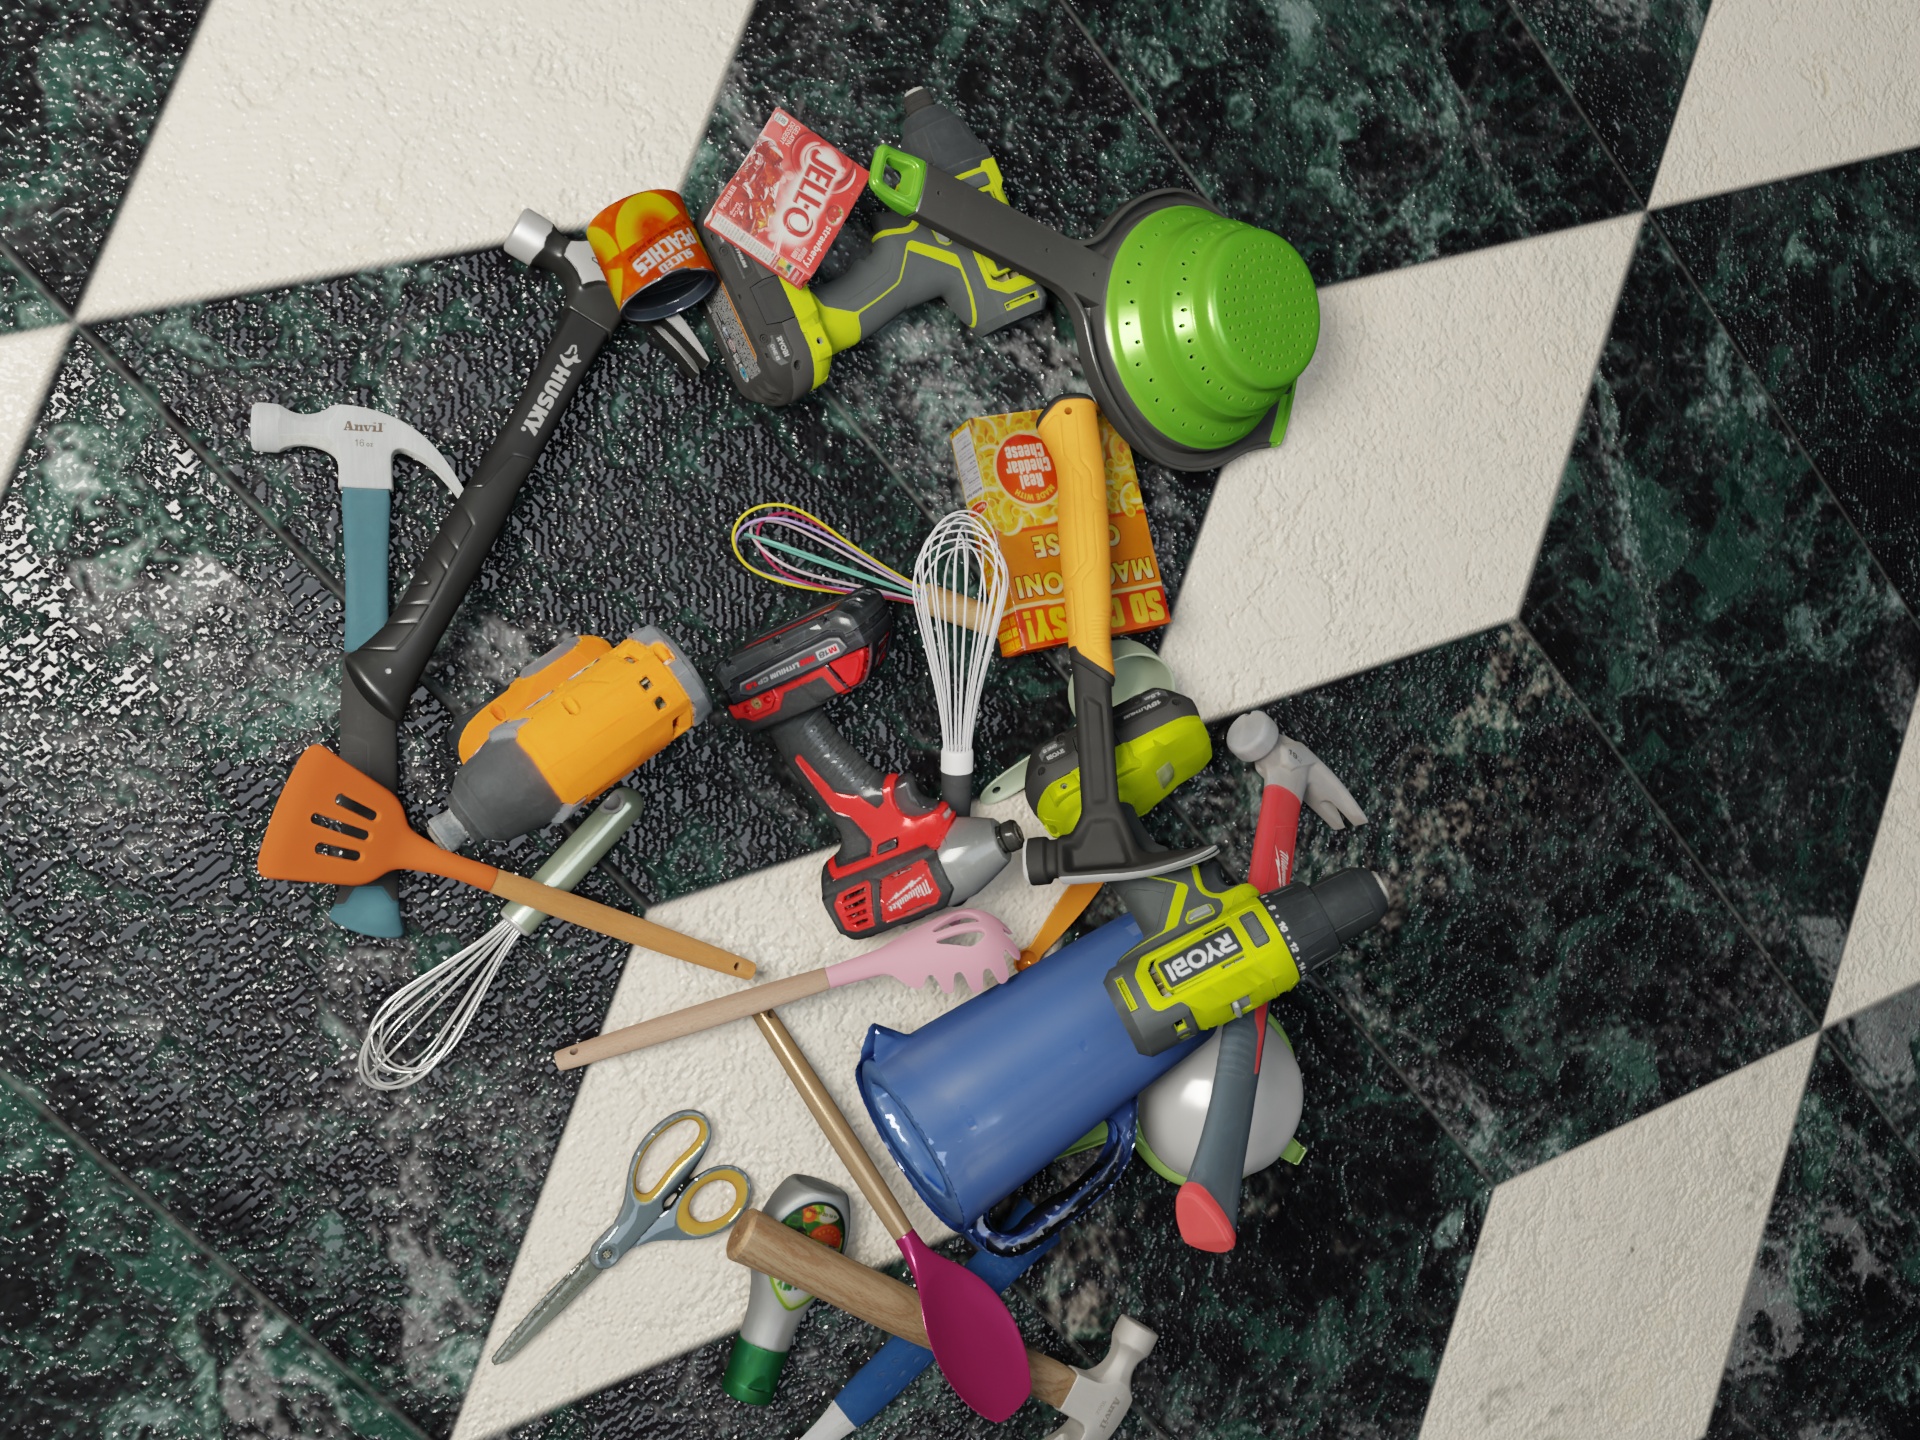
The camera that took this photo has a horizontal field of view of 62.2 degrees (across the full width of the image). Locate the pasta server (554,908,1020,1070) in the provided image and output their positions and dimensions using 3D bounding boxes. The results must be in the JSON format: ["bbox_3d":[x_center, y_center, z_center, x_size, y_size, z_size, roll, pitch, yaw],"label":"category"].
[{"bbox_3d":[-0.114,0.186,1.069,0.316,0.060,0.040,-16,137,-7],"label":"pasta server"}]

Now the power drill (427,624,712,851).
[{"bbox_3d":[-0.243,0.014,0.937,0.164,0.226,0.084,-37,103,-16],"label":"power drill"}]

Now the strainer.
[{"bbox_3d":[0.154,0.293,1.172,0.256,0.069,0.151,-12,95,-21],"label":"strainer"}]

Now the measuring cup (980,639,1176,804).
[{"bbox_3d":[0.078,0.003,1.160,0.167,0.038,0.083,-35,126,2],"label":"measuring cup"}]

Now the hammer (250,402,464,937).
[{"bbox_3d":[-0.372,-0.029,0.993,0.128,0.033,0.331,-1,91,-19],"label":"hammer"}]

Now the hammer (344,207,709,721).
[{"bbox_3d":[-0.280,-0.150,0.991,0.146,0.035,0.335,30,69,-19],"label":"hammer"}]

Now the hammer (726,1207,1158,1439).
[{"bbox_3d":[-0.017,0.419,1.091,0.331,0.031,0.130,33,80,-21],"label":"hammer"}]

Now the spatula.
[{"bbox_3d":[-0.266,0.109,0.990,0.322,0.041,0.081,25,77,-26],"label":"spatula"}]

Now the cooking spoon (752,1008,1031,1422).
[{"bbox_3d":[-0.052,0.323,1.070,0.069,0.017,0.319,-26,79,-44],"label":"cooking spoon"}]

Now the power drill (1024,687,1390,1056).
[{"bbox_3d":[0.159,0.092,1.079,0.190,0.229,0.080,-27,144,0],"label":"power drill"}]

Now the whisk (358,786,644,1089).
[{"bbox_3d":[-0.291,0.137,1.023,0.246,0.058,0.059,-49,140,-16],"label":"whisk"}]

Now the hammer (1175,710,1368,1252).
[{"bbox_3d":[0.214,0.184,1.113,0.143,0.038,0.387,39,50,-29],"label":"hammer"}]

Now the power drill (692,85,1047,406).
[{"bbox_3d":[-0.067,-0.321,1.080,0.223,0.080,0.171,-28,100,-21],"label":"power drill"}]

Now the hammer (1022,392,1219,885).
[{"bbox_3d":[0.094,-0.061,1.066,0.127,0.034,0.337,-7,77,14],"label":"hammer"}]

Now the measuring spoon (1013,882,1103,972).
[{"bbox_3d":[0.077,0.140,1.175,0.021,0.011,0.117,44,73,-14],"label":"measuring spoon"}]

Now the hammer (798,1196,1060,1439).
[{"bbox_3d":[-0.085,0.494,1.106,0.405,0.035,0.144,-40,103,-15],"label":"hammer"}]

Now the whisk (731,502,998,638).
[{"bbox_3d":[-0.043,-0.096,1.109,0.244,0.051,0.047,18,79,-23],"label":"whisk"}]

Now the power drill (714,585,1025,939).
[{"bbox_3d":[-0.058,0.031,1.061,0.143,0.078,0.219,-22,102,17],"label":"power drill"}]

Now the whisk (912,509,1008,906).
[{"bbox_3d":[-0.003,-0.003,1.098,0.070,0.070,0.284,-5,107,-20],"label":"whisk"}]

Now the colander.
[{"bbox_3d":[0.122,-0.305,1.089,0.396,0.094,0.204,17,80,-33],"label":"colander"}]
